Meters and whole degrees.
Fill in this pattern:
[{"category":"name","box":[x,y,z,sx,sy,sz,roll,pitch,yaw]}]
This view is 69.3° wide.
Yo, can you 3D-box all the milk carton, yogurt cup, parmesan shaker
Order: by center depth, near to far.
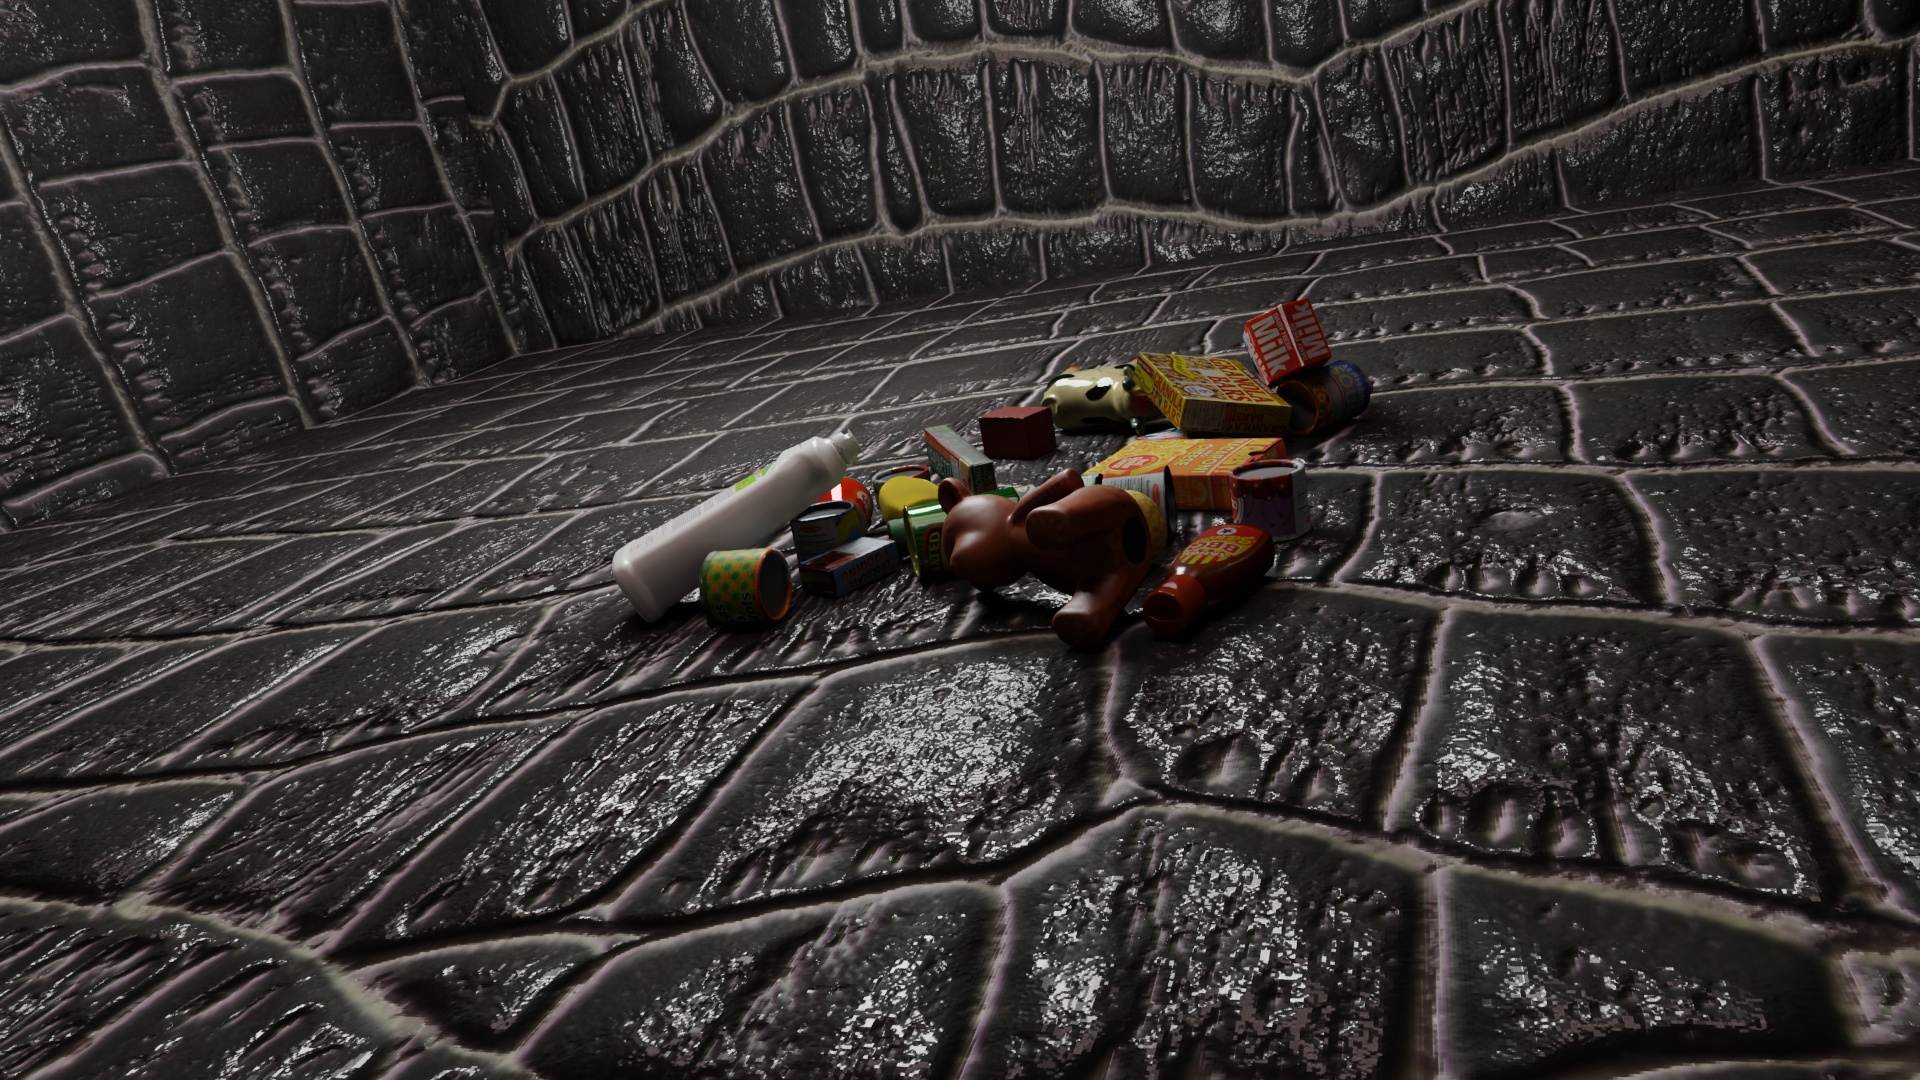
[{"category":"parmesan shaker","box":[0.005,-0.010,1.263,0.103,0.071,0.071,-12,16,-8]},{"category":"yogurt cup","box":[-0.122,-0.025,1.410,0.072,0.072,0.054,-11,24,-1]},{"category":"milk carton","box":[0.363,-0.218,1.549,0.073,0.072,0.191,-22,-2,10]}]

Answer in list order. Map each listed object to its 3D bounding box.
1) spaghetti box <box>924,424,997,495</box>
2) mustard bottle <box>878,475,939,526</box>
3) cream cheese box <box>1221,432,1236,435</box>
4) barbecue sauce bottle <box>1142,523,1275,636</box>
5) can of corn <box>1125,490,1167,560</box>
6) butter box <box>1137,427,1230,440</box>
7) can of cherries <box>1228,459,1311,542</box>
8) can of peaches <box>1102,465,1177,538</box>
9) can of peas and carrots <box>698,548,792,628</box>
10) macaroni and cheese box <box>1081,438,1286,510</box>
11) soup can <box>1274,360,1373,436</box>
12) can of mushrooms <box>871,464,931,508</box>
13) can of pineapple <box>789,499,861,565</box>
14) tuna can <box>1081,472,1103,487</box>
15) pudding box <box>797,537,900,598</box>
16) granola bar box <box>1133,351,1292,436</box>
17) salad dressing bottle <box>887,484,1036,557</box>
[{"category":"spaghetti box","box":[-0.002,-0.087,1.566,0.029,0.050,0.250,-11,16,-10]},{"category":"mustard bottle","box":[-0.053,-0.038,1.433,0.065,0.048,0.160,-13,16,-11]},{"category":"cream cheese box","box":[0.328,-0.147,1.615,0.104,0.024,0.053,-23,21,-37]},{"category":"barbecue sauce bottle","box":[0.187,0.030,1.067,0.065,0.043,0.149,2,21,34]},{"category":"can of corn","box":[0.134,-0.003,1.173,0.071,0.071,0.058,4,21,41]},{"category":"butter box","box":[0.244,-0.101,1.511,0.053,0.024,0.103,-17,18,-25]},{"category":"can of cherries","box":[0.267,-0.035,1.211,0.071,0.058,0.072,-9,16,3]},{"category":"can of peaches","box":[0.162,-0.031,1.255,0.058,0.071,0.071,-6,16,16]},{"category":"can of peas and carrots","box":[-0.188,0.043,1.220,0.058,0.070,0.071,-4,17,20]},{"category":"macaroni and cheese box","box":[0.223,-0.067,1.379,0.166,0.040,0.124,1,20,35]},{"category":"soup can","box":[0.399,-0.157,1.528,0.084,0.071,0.071,-21,19,-31]},{"category":"can of mushrooms","box":[-0.062,-0.060,1.542,0.071,0.033,0.071,-10,15,3]},{"category":"can of pineapple","box":[-0.128,-0.003,1.345,0.071,0.057,0.071,-9,16,3]},{"category":"tuna can","box":[0.115,-0.029,1.262,0.033,0.071,0.071,-7,16,17]},{"category":"pudding box","box":[-0.103,0.024,1.288,0.049,0.030,0.084,8,24,44]},{"category":"granola bar box","box":[0.277,-0.163,1.545,0.124,0.039,0.166,3,24,-13]},{"category":"salad dressing bottle","box":[0.005,-0.017,1.336,0.148,0.044,0.064,-13,15,-9]}]
